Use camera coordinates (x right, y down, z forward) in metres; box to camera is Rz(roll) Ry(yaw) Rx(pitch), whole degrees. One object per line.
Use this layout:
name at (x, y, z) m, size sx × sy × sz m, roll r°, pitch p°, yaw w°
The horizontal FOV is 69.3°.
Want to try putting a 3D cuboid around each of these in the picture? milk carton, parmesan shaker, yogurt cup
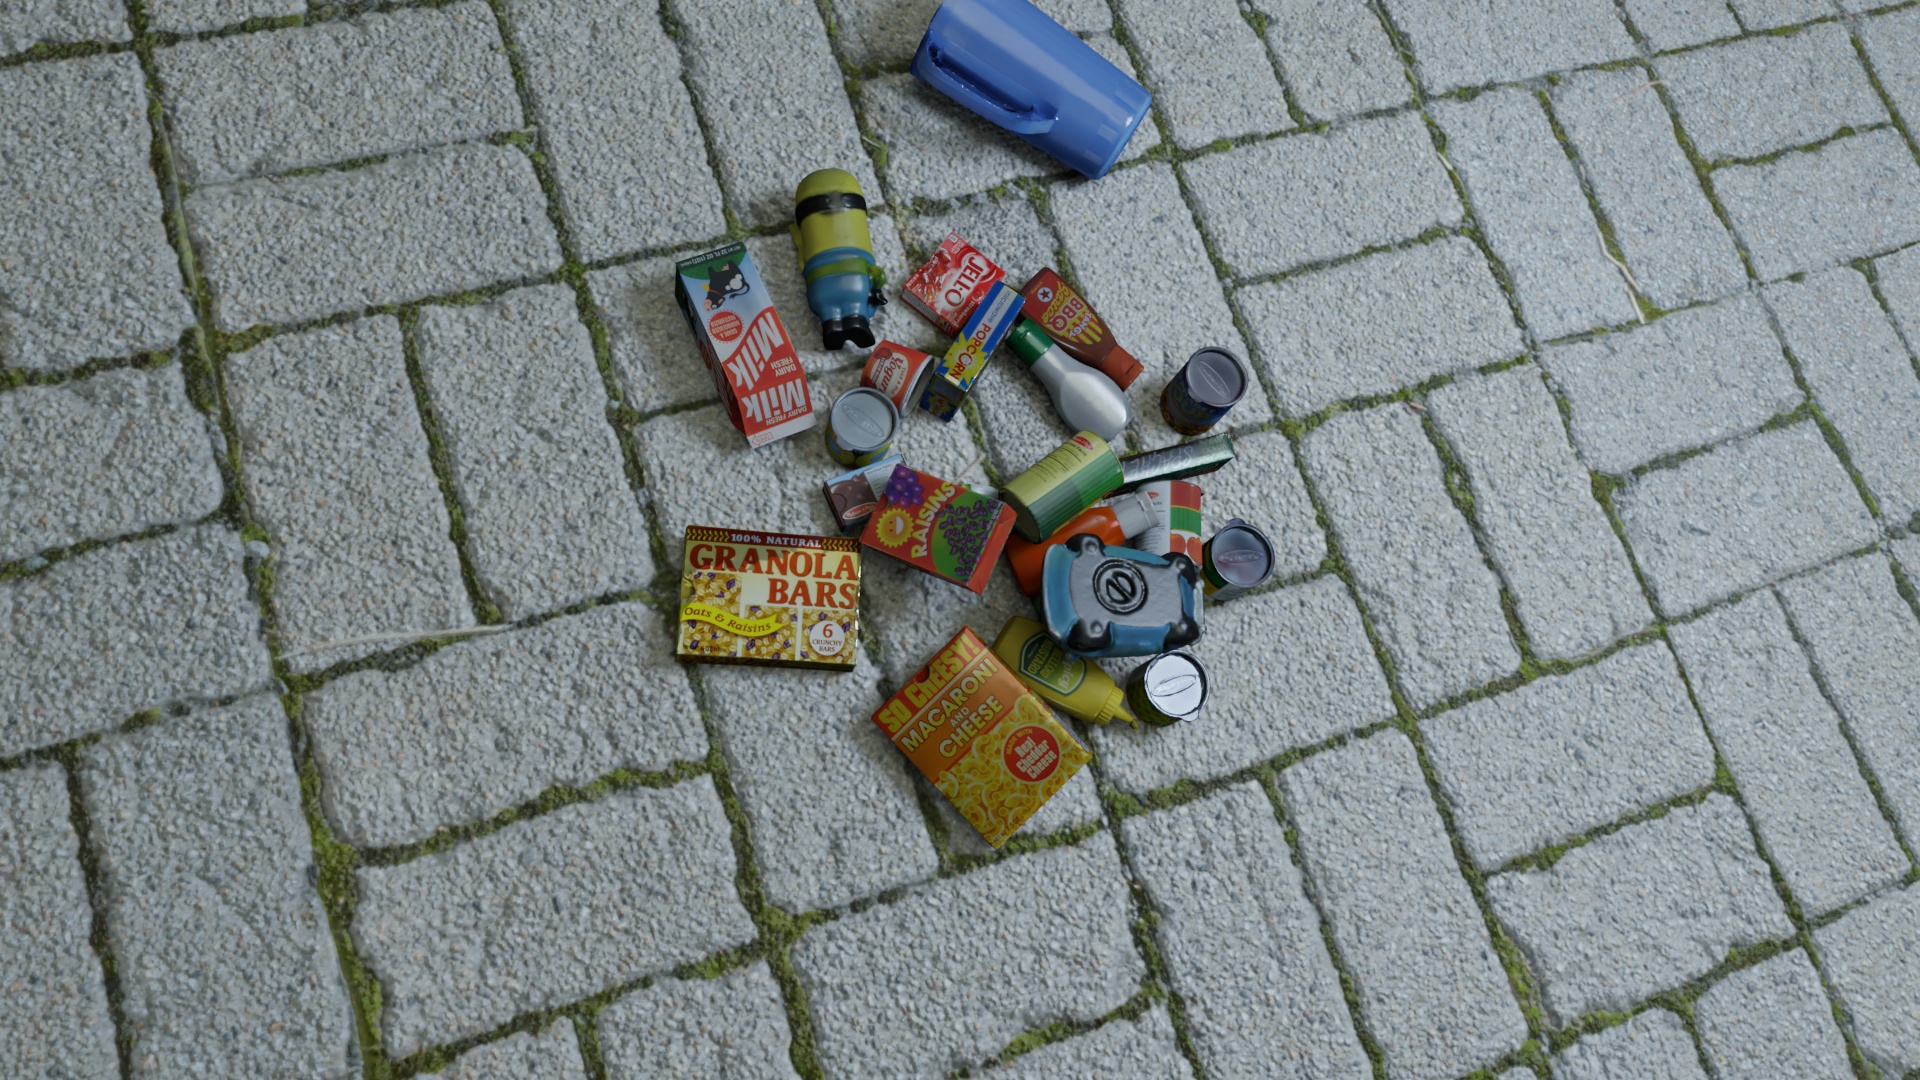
milk carton at (-0.207, -0.183, 1.343) m, size 0.072 × 0.073 × 0.191 m, roll -23°, pitch 79°, yaw -18°
parmesan shaker at (0.093, -0.051, 1.316) m, size 0.103 × 0.071 × 0.071 m, roll -35°, pitch 83°, yaw -17°
yogurt cup at (-0.064, -0.163, 1.373) m, size 0.054 × 0.072 × 0.072 m, roll 27°, pitch 69°, yaw 6°

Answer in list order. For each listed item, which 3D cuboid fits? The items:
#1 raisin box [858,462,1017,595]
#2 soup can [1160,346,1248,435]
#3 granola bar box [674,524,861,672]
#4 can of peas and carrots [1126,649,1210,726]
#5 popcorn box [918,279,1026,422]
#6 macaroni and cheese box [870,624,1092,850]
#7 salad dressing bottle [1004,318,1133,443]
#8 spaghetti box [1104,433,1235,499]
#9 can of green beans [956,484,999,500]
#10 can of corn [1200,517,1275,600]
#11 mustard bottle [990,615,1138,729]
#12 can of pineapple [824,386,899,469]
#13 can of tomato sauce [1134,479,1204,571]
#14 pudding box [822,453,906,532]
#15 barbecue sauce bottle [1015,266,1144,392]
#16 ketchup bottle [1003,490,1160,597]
raisin box at (-0.021, -0.011, 1.289) m, size 0.123 × 0.040 × 0.086 m, roll 22°, pitch 84°, yaw 28°
soup can at (0.246, -0.151, 1.423) m, size 0.071 × 0.083 × 0.071 m, roll 3°, pitch 72°, yaw -11°
granola bar box at (-0.177, 0.055, 1.292) m, size 0.166 × 0.039 × 0.124 m, roll 4°, pitch 72°, yaw -11°
can of peas and carrots at (0.200, 0.144, 1.333) m, size 0.071 × 0.058 × 0.071 m, roll 3°, pitch 73°, yaw -11°
popcorn box at (0.012, -0.188, 1.385) m, size 0.038 × 0.085 × 0.127 m, roll 33°, pitch 69°, yaw -2°
macaroni and cheese box at (0.020, 0.178, 1.272) m, size 0.123 × 0.040 × 0.166 m, roll -44°, pitch 86°, yaw 1°
salad dressing bottle at (0.109, -0.162, 1.410) m, size 0.147 × 0.044 × 0.064 m, roll 45°, pitch 92°, yaw -2°
spaghetti box at (0.157, -0.063, 1.395) m, size 0.251 × 0.050 × 0.029 m, roll -14°, pitch 78°, yaw -16°
can of green beans at (0.007, -0.017, 1.339) m, size 0.071 × 0.071 × 0.058 m, roll 2°, pitch 72°, yaw -11°
can of corn at (0.271, 0.020, 1.388) m, size 0.071 × 0.058 × 0.071 m, roll 3°, pitch 72°, yaw -11°
mustard bottle at (0.104, 0.133, 1.321) m, size 0.160 × 0.048 × 0.065 m, roll 31°, pitch 74°, yaw -1°
can of pineapple at (-0.098, -0.107, 1.350) m, size 0.071 × 0.057 × 0.071 m, roll 3°, pitch 72°, yaw -11°
can of tomato sauce at (0.208, -0.010, 1.381) m, size 0.071 × 0.071 × 0.083 m, roll 5°, pitch 73°, yaw -10°
pudding box at (-0.087, -0.047, 1.348) m, size 0.084 × 0.030 × 0.050 m, roll -22°, pitch 80°, yaw -17°
barbecue sauce bottle at (0.123, -0.214, 1.438) m, size 0.148 × 0.043 × 0.065 m, roll 41°, pitch 76°, yaw 2°
ketchup bottle at (0.119, -0.002, 1.342) m, size 0.149 × 0.043 × 0.065 m, roll -25°, pitch 71°, yaw 5°
